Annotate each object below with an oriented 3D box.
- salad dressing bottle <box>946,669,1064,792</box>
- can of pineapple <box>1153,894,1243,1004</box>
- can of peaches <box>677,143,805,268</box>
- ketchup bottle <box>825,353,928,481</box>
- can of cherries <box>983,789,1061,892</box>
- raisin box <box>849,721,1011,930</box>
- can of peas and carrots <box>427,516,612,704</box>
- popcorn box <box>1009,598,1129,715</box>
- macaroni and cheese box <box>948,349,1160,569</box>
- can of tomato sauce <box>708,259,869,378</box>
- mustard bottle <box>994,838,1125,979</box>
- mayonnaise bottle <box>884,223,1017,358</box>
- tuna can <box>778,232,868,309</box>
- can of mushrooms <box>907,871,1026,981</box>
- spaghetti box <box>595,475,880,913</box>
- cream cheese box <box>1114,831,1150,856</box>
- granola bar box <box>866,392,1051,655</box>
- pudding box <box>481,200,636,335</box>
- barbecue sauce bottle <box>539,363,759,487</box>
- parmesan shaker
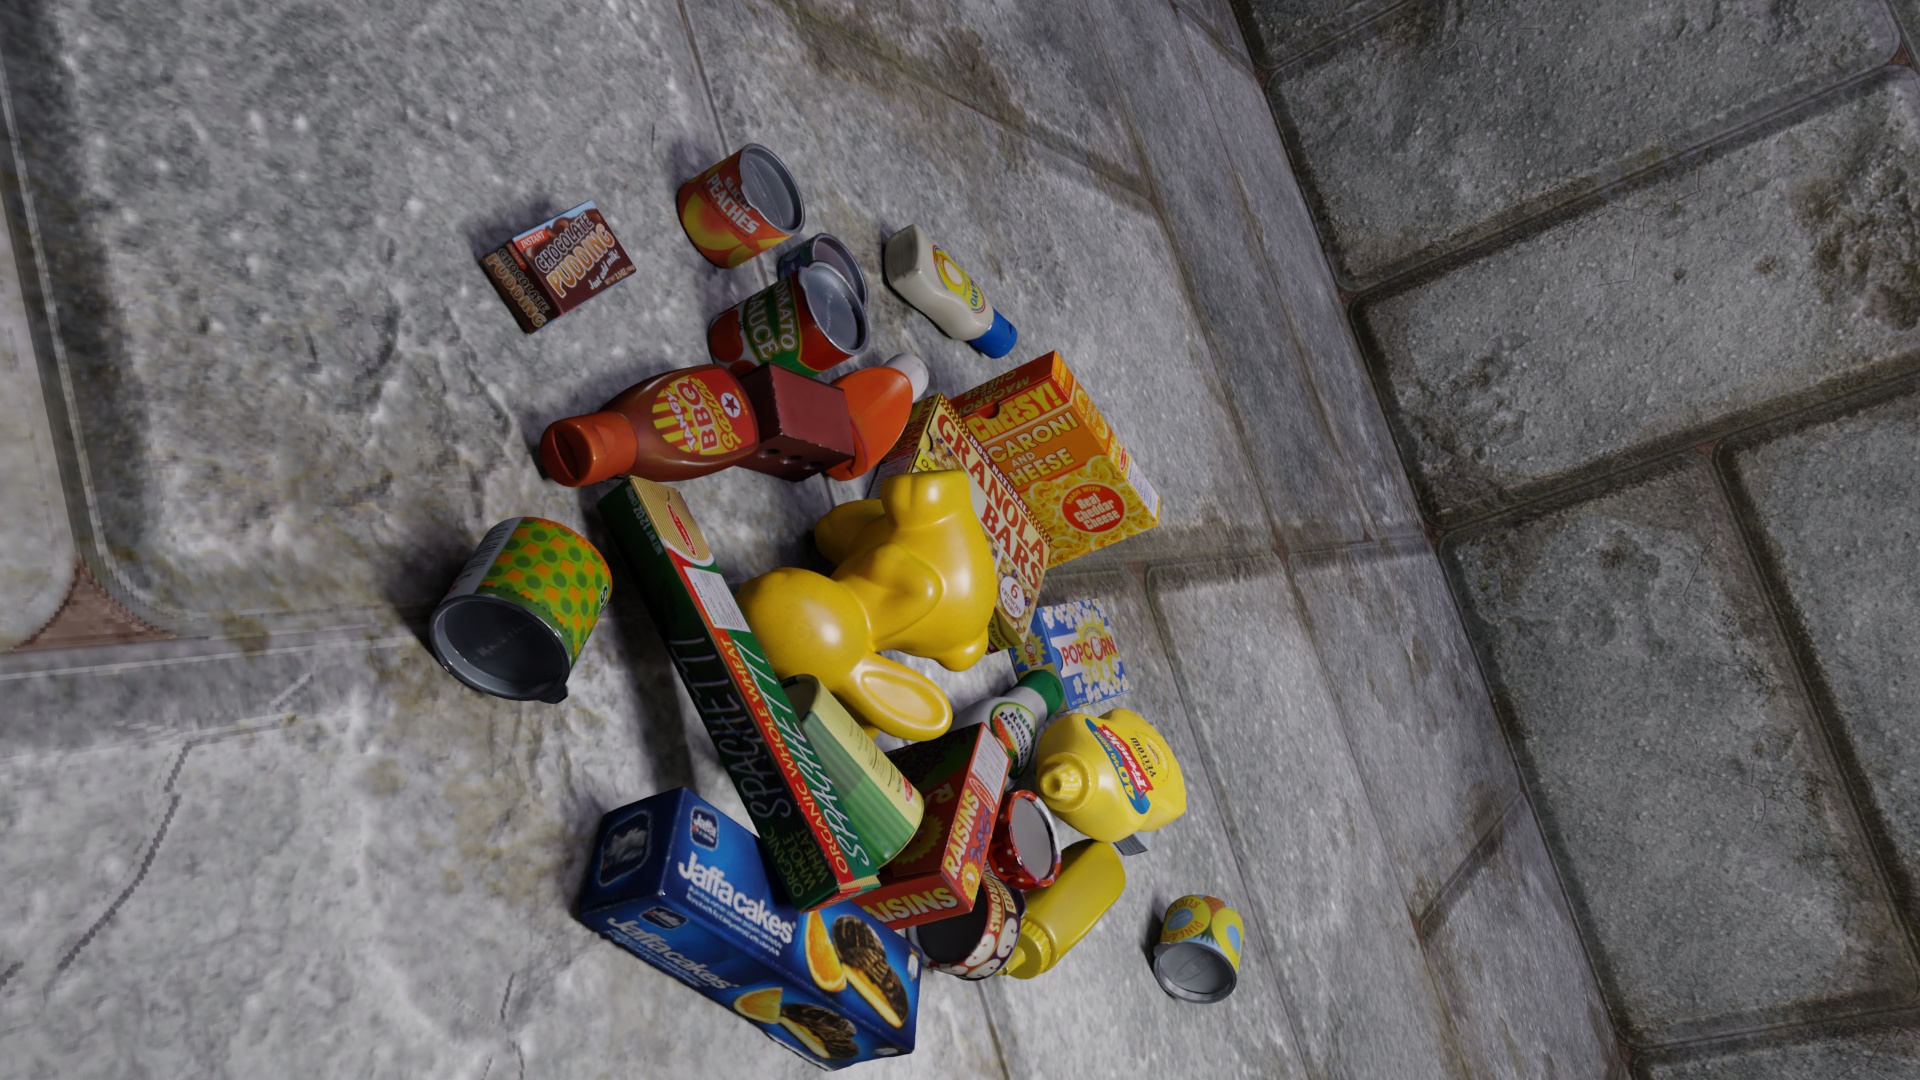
[{"bbox_3d":[0.035,0.136,1.011,0.064,0.044,0.148,67,28,-6],"label":"salad dressing bottle"},{"bbox_3d":[0.193,0.329,1.125,0.071,0.071,0.058,59,29,-17],"label":"can of pineapple"},{"bbox_3d":[-0.149,-0.224,0.935,0.071,0.058,0.071,39,40,-43],"label":"can of peaches"},{"bbox_3d":[-0.064,-0.098,1.007,0.064,0.043,0.149,61,28,-13],"label":"ketchup bottle"},{"bbox_3d":[0.026,0.206,0.928,0.071,0.058,0.072,41,38,-41],"label":"can of cherries"},{"bbox_3d":[-0.024,0.173,0.837,0.040,0.086,0.124,56,30,-25],"label":"raisin box"},{"bbox_3d":[-0.201,0.033,0.647,0.070,0.071,0.059,52,31,-28],"label":"can of peas and carrots"},{"bbox_3d":[0.088,0.096,1.140,0.127,0.038,0.085,-3,74,-61],"label":"popcorn box"},{"bbox_3d":[0.068,-0.059,1.124,0.166,0.123,0.040,51,31,-28],"label":"macaroni and cheese box"},{"bbox_3d":[-0.113,-0.136,0.906,0.071,0.083,0.071,40,38,-41],"label":"can of tomato sauce"},{"bbox_3d":[0.059,0.258,0.949,0.049,0.065,0.161,59,33,1],"label":"mustard bottle"},{"bbox_3d":[-0.006,-0.207,1.190,0.148,0.041,0.065,34,41,-46],"label":"mayonnaise bottle"},{"bbox_3d":[-0.100,-0.187,1.020,0.071,0.032,0.071,40,39,-41],"label":"tuna can"},{"bbox_3d":[0.003,0.234,0.857,0.033,0.071,0.071,35,42,-44],"label":"can of mushrooms"},{"bbox_3d":[-0.118,0.077,0.727,0.250,0.028,0.050,60,14,17],"label":"spaghetti box"},{"bbox_3d":[0.122,0.206,1.134,0.103,0.024,0.054,51,33,-28],"label":"cream cheese box"},{"bbox_3d":[0.004,-0.013,1.063,0.165,0.039,0.125,52,35,-27],"label":"granola bar box"},{"bbox_3d":[-0.225,-0.155,0.781,0.049,0.030,0.084,59,29,-15],"label":"pudding box"},{"bbox_3d":[-0.175,-0.061,0.787,0.149,0.043,0.065,-28,94,-62],"label":"barbecue sauce bottle"},{"bbox_3d":[-0.078,0.133,0.796,0.103,0.071,0.072,52,31,-25],"label":"parmesan shaker"}]
